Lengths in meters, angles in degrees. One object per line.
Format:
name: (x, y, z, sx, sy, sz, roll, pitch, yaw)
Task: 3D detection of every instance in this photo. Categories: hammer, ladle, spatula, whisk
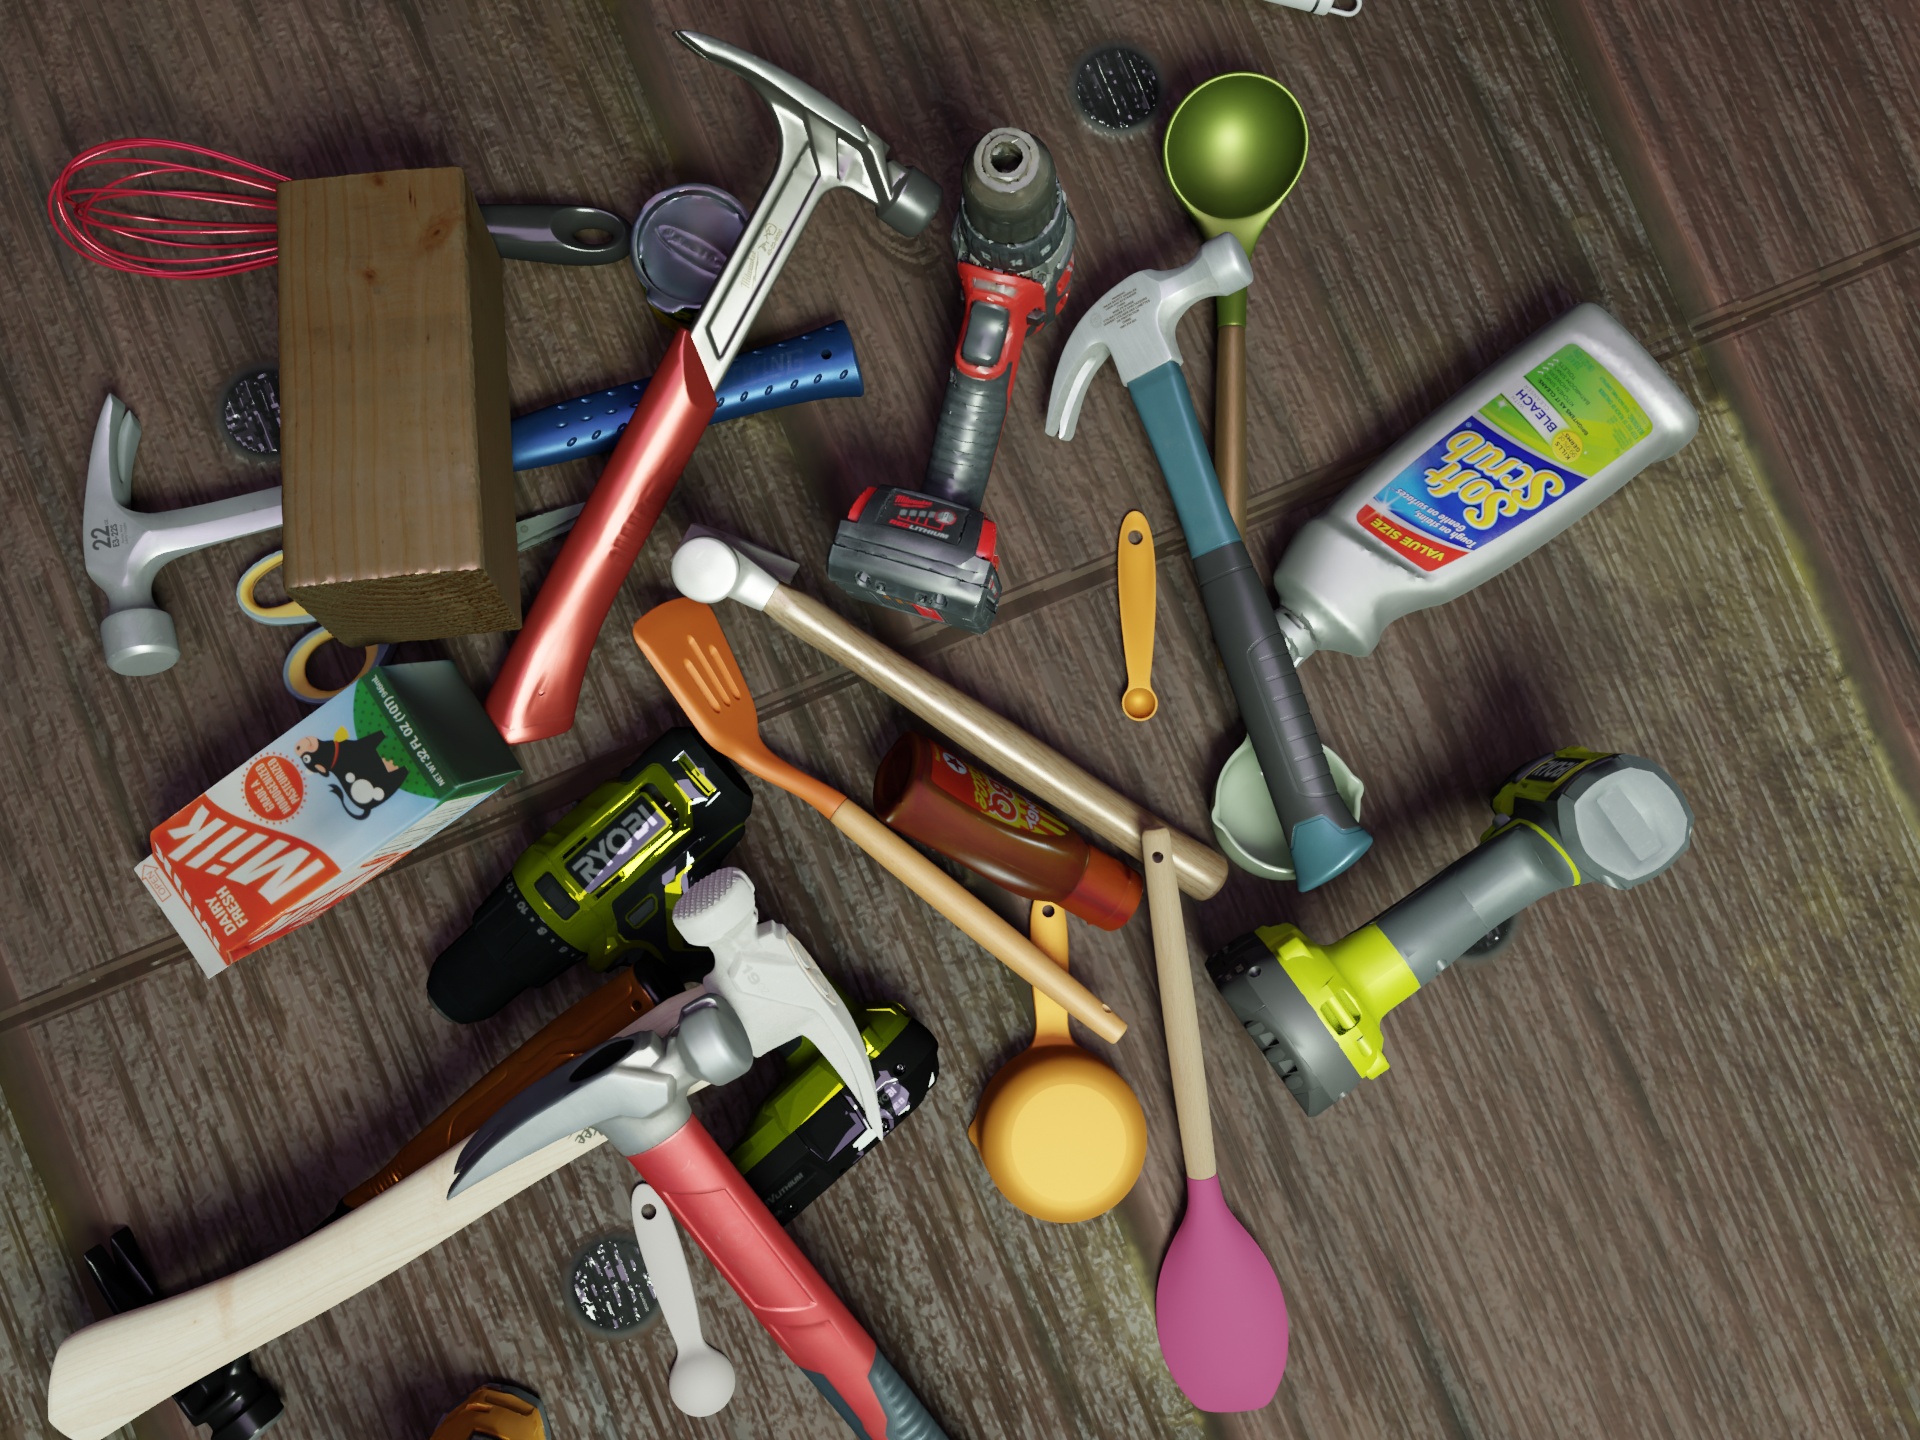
hammer: (-0.073, 0.304, 0.749, 0.143, 0.038, 0.386, -30, 112, 5)
hammer: (0.138, -0.075, 0.821, 0.128, 0.033, 0.331, -22, 81, 26)
ladle: (0.146, -0.188, 0.851, 0.078, 0.062, 0.320, 1, 84, 6)
hammer: (-0.157, -0.150, 0.800, 0.149, 0.037, 0.359, 27, 100, -25)
hammer: (-0.235, 0.228, 0.737, 0.410, 0.038, 0.146, -31, 110, 4)
hammer: (-0.273, 0.219, 0.778, 0.337, 0.034, 0.127, -38, 89, 9)
spatula: (-0.039, 0.054, 0.819, 0.322, 0.081, 0.041, 38, 113, 3)
hammer: (-0.253, -0.146, 0.835, 0.405, 0.035, 0.144, -16, 76, -7)
hammer: (-0.001, -0.003, 0.819, 0.331, 0.130, 0.031, 33, 96, -12)
whisk: (-0.322, -0.264, 0.838, 0.295, 0.073, 0.073, 1, 86, -10)

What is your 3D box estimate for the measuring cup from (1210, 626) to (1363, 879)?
measuring cup: (0.160, 0.007, 0.862, 0.083, 0.038, 0.168, -12, 70, -6)

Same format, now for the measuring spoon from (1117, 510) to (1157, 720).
measuring spoon: (0.096, -0.057, 0.871, 0.021, 0.011, 0.117, 0, 82, -4)

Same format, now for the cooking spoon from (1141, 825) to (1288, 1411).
cooking spoon: (0.121, 0.211, 0.823, 0.069, 0.017, 0.319, -8, 97, 9)

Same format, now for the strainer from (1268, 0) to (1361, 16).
strainer: (0.100, -0.424, 0.881, 0.258, 0.050, 0.087, 10, 91, -8)

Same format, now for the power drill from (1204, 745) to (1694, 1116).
power drill: (0.238, 0.094, 0.798, 0.223, 0.171, 0.080, -35, 87, 3)

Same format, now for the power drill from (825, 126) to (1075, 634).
power drill: (0.004, -0.166, 0.786, 0.080, 0.188, 0.227, 16, 89, 4)

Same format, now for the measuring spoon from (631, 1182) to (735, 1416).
measuring spoon: (-0.148, 0.302, 0.825, 0.034, 0.018, 0.124, -18, 87, -4)

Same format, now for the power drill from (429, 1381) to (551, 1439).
power drill: (-0.263, 0.445, 0.728, 0.084, 0.185, 0.226, 22, 88, -3)

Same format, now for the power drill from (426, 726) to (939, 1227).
power drill: (-0.140, 0.143, 0.809, 0.190, 0.080, 0.228, -42, 87, -1)

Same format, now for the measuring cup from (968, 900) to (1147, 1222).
measuring cup: (0.051, 0.173, 0.829, 0.095, 0.052, 0.173, -2, 87, -4)
